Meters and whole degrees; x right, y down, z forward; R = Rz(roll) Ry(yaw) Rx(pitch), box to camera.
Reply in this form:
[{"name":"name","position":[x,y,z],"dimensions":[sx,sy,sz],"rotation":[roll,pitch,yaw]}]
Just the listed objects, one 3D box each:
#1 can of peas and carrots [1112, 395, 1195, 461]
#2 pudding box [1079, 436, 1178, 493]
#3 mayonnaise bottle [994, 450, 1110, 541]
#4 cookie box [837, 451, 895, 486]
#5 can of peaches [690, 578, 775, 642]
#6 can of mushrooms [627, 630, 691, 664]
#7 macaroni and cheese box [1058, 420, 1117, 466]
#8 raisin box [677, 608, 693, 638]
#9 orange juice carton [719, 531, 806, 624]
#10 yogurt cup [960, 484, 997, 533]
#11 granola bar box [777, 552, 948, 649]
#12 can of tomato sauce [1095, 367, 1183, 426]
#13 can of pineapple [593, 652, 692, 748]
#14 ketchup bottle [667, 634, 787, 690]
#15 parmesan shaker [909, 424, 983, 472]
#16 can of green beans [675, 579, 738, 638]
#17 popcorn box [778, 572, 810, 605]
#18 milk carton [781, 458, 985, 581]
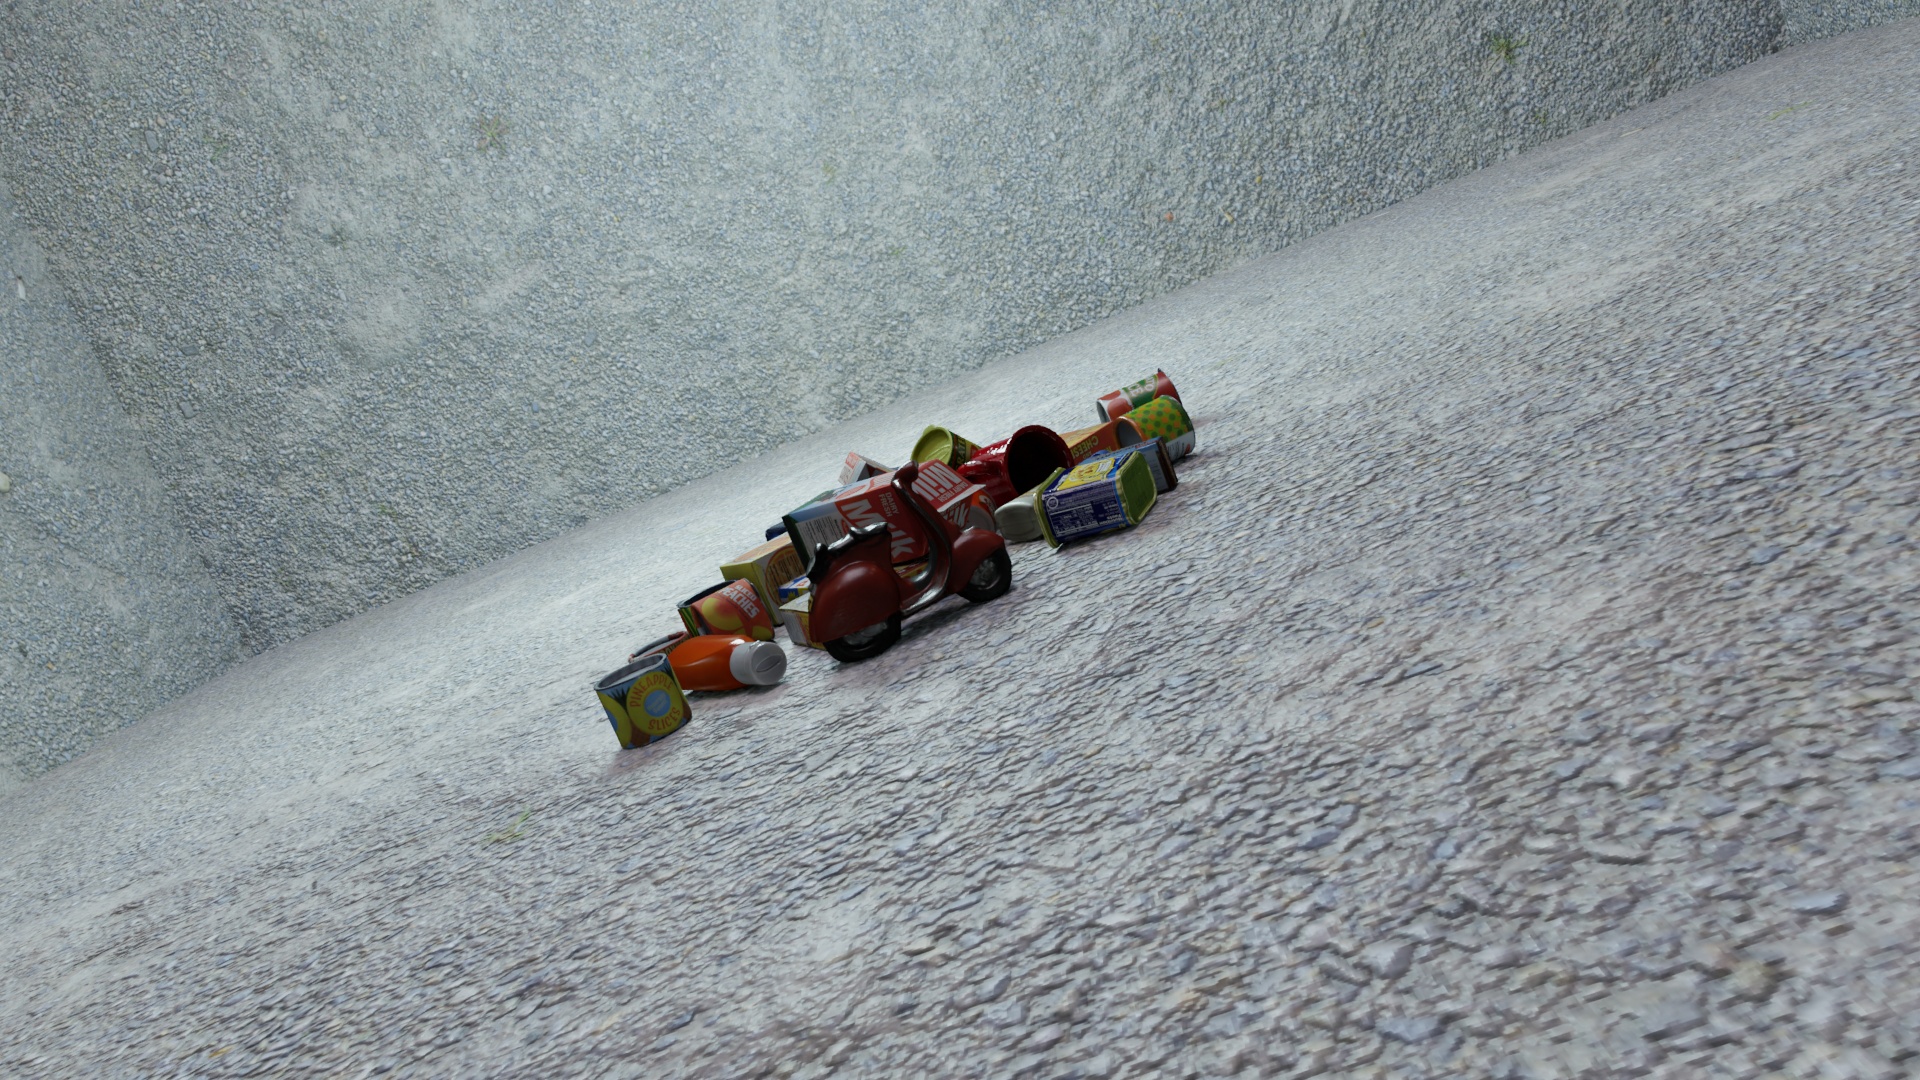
[{"name":"can of peas and carrots","position":[0.195,-0.109,1.417],"dimensions":[0.059,0.071,0.071],"rotation":[-27,11,-19]},{"name":"pudding box","position":[0.159,-0.063,1.321],"dimensions":[0.083,0.049,0.030],"rotation":[-18,10,22]},{"name":"mayonnaise bottle","position":[0.102,-0.046,1.372],"dimensions":[0.149,0.041,0.064],"rotation":[-32,14,-39]},{"name":"cookie box","position":[-0.067,-0.051,1.531],"dimensions":[0.040,0.123,0.167],"rotation":[-64,12,3]},{"name":"can of peaches","position":[-0.220,0.077,1.340],"dimensions":[0.058,0.071,0.071],"rotation":[-27,12,-20]},{"name":"can of mushrooms","position":[-0.294,0.118,1.382],"dimensions":[0.071,0.033,0.071],"rotation":[-21,10,4]},{"name":"macaroni and cheese box","position":[0.088,-0.084,1.584],"dimensions":[0.124,0.040,0.166],"rotation":[-32,14,-37]},{"name":"raisin box","position":[-0.233,0.063,1.510],"dimensions":[0.124,0.040,0.086],"rotation":[-29,12,-33]},{"name":"orange juice carton","position":[-0.150,0.018,1.475],"dimensions":[0.193,0.073,0.071],"rotation":[-30,13,-36]},{"name":"yogurt cup","position":[0.005,-0.017,1.372],"dimensions":[0.072,0.072,0.054],"rotation":[-22,19,3]},{"name":"granola bar box","position":[-0.072,0.045,1.281],"dimensions":[0.166,0.039,0.124],"rotation":[-27,12,-24]},{"name":"can of tomato sauce","position":[0.205,-0.150,1.595],"dimensions":[0.083,0.071,0.071],"rotation":[-23,11,-4]},{"name":"can of pineapple","position":[-0.268,0.136,1.179],"dimensions":[0.071,0.057,0.071],"rotation":[-22,11,5]},{"name":"ketchup bottle","position":[-0.205,0.108,1.229],"dimensions":[0.065,0.043,0.148],"rotation":[-31,14,-34]},{"name":"parmesan shaker","position":[0.005,-0.076,1.495],"dimensions":[0.103,0.071,0.071],"rotation":[24,-24,-39]},{"name":"can of green beans","position":[-0.244,0.079,1.405],"dimensions":[0.071,0.057,0.071],"rotation":[-21,11,4]},{"name":"popcorn box","position":[-0.108,0.037,1.394],"dimensions":[0.127,0.038,0.085],"rotation":[-29,12,-32]},{"name":"milk carton","position":[-0.067,-0.021,1.285],"dimensions":[0.190,0.073,0.073],"rotation":[-14,14,40]}]
